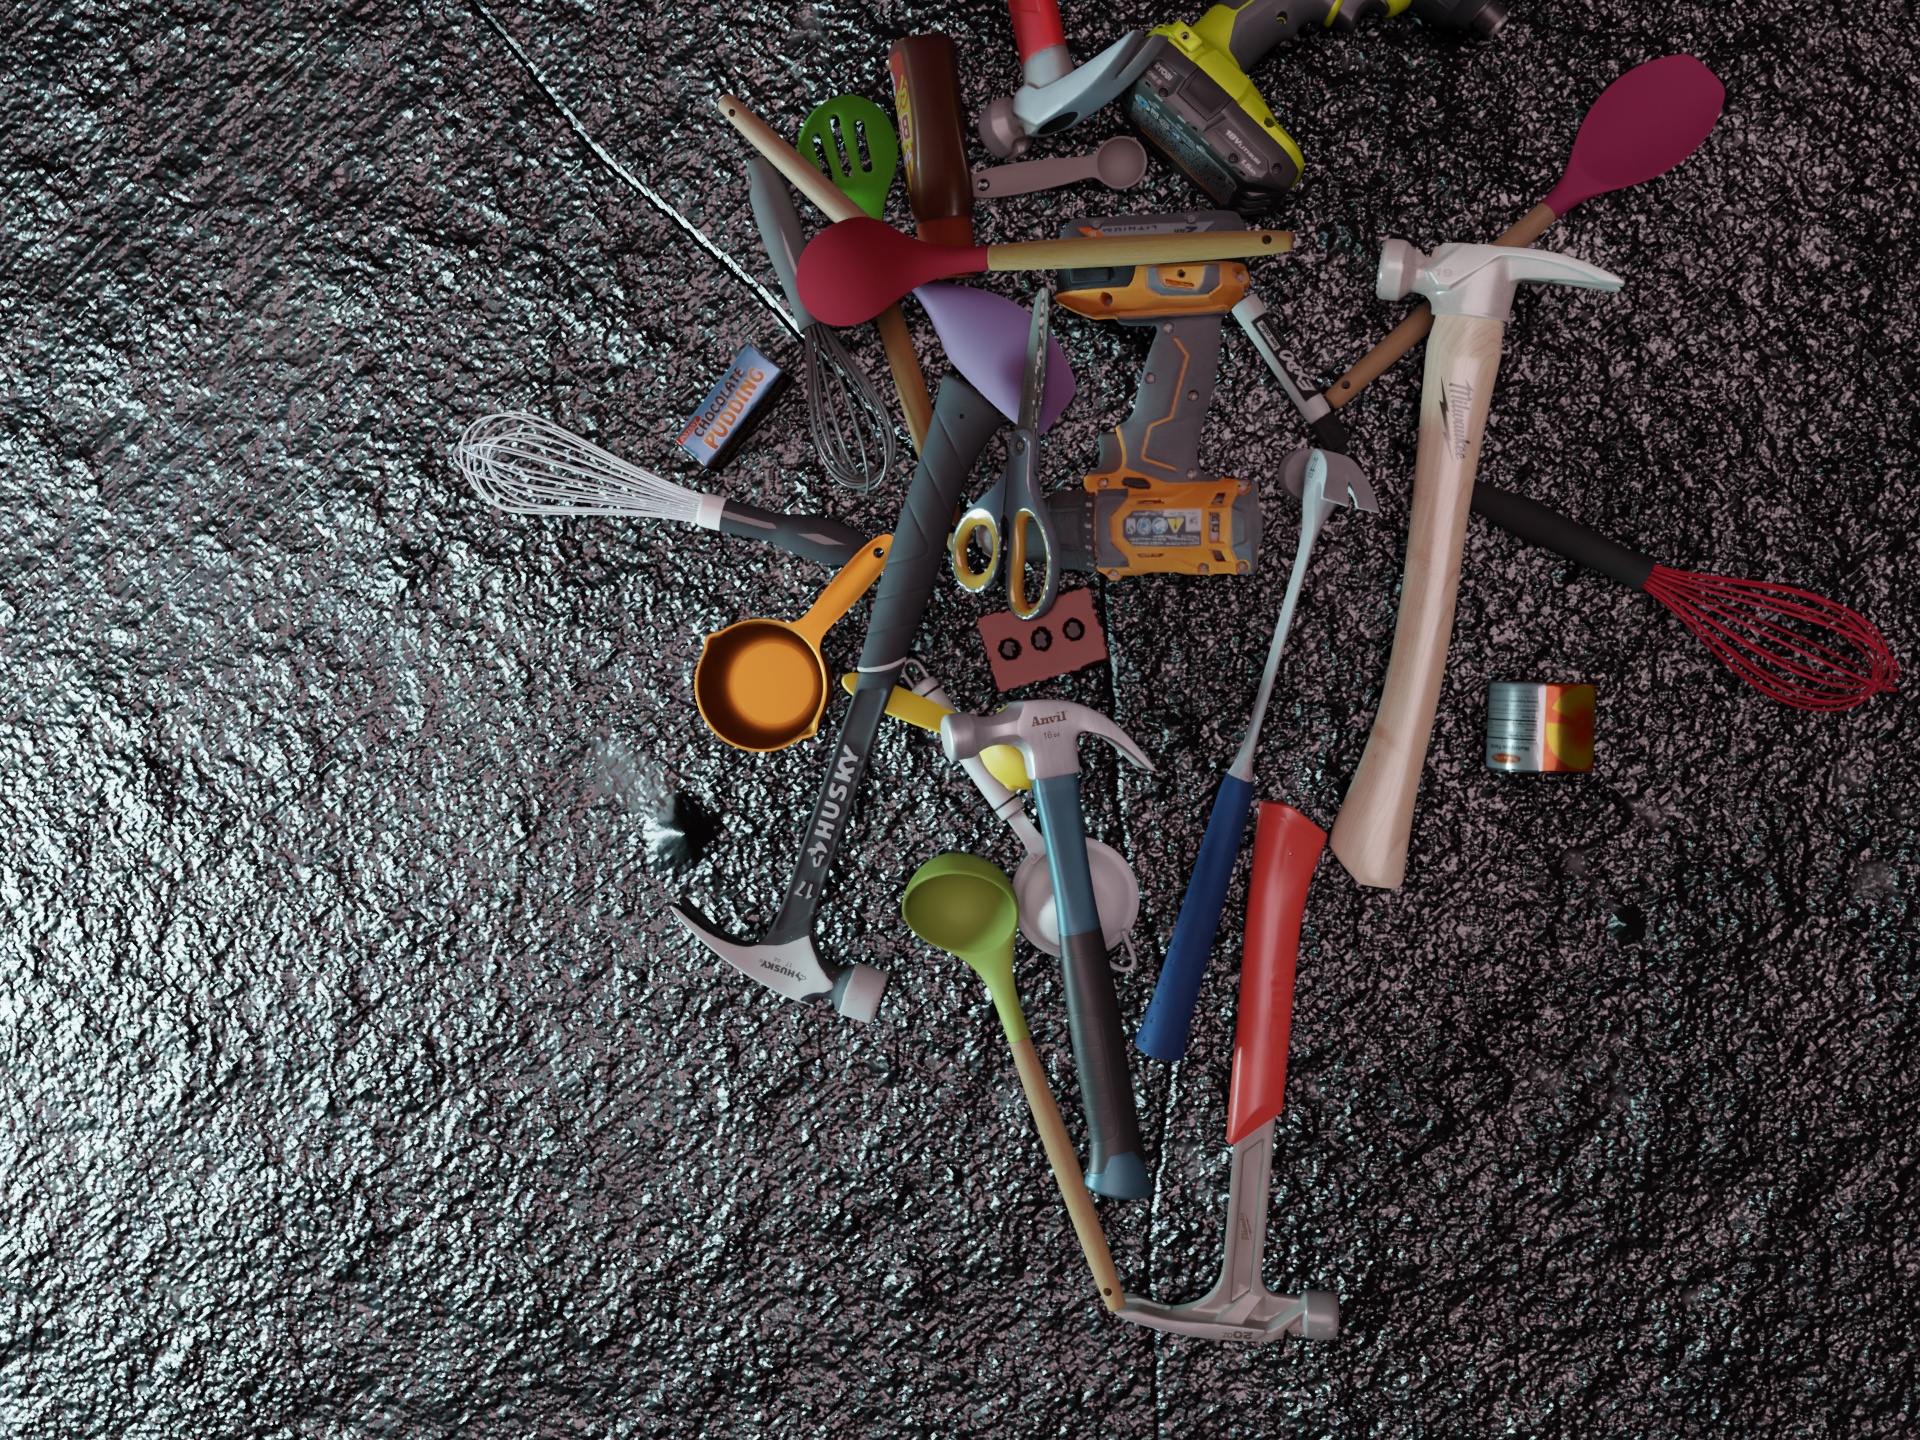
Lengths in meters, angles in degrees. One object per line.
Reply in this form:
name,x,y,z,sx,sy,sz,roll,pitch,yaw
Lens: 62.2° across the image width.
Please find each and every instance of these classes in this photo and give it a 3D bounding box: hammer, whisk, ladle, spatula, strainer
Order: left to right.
whisk,-0.197,-0.148,1.062,0.284,0.070,0.070,14,93,-2
whisk,-0.097,-0.263,1.054,0.055,0.055,0.239,-20,87,4
hammer,-0.061,-0.019,1.011,0.149,0.036,0.409,19,97,3
spatula,-0.045,-0.303,1.024,0.316,0.018,0.059,44,115,11
hammer,0.033,-0.569,1.006,0.038,0.143,0.386,-9,86,-40
strainer,0.036,0.066,1.062,0.087,0.050,0.258,-36,86,12
ladle,0.044,0.238,1.045,0.078,0.062,0.320,-21,87,23
ladle,0.043,-0.284,0.977,0.315,0.031,0.069,1,89,14
hammer,0.077,0.147,1.016,0.128,0.033,0.331,-11,96,-12
hammer,0.182,0.027,1.017,0.035,0.144,0.405,14,100,-3
hammer,0.190,0.232,1.059,0.149,0.037,0.359,4,93,3
hammer,0.311,-0.093,1.018,0.146,0.038,0.410,10,98,16
whisk,0.458,-0.085,1.022,0.296,0.073,0.073,27,94,7

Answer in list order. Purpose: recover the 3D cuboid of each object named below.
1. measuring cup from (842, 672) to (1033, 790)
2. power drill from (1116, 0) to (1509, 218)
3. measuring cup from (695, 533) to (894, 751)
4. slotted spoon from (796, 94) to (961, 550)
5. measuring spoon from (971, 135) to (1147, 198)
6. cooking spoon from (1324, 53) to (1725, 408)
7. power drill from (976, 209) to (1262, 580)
measuring cup,-0.002,-0.003,1.039,0.156,0.029,0.062,21,59,-12
power drill,0.224,-0.439,1.013,0.171,0.080,0.223,43,91,1
measuring cup,-0.101,-0.055,1.059,0.095,0.052,0.173,42,92,1
slotted spoon,-0.044,-0.265,1.059,0.070,0.031,0.314,-16,93,10
measuring spoon,0.062,-0.362,1.058,0.124,0.018,0.034,-5,92,10
cooking spoon,0.362,-0.314,1.036,0.319,0.017,0.069,-41,80,4
power drill,0.101,-0.204,1.028,0.185,0.084,0.226,0,97,12
